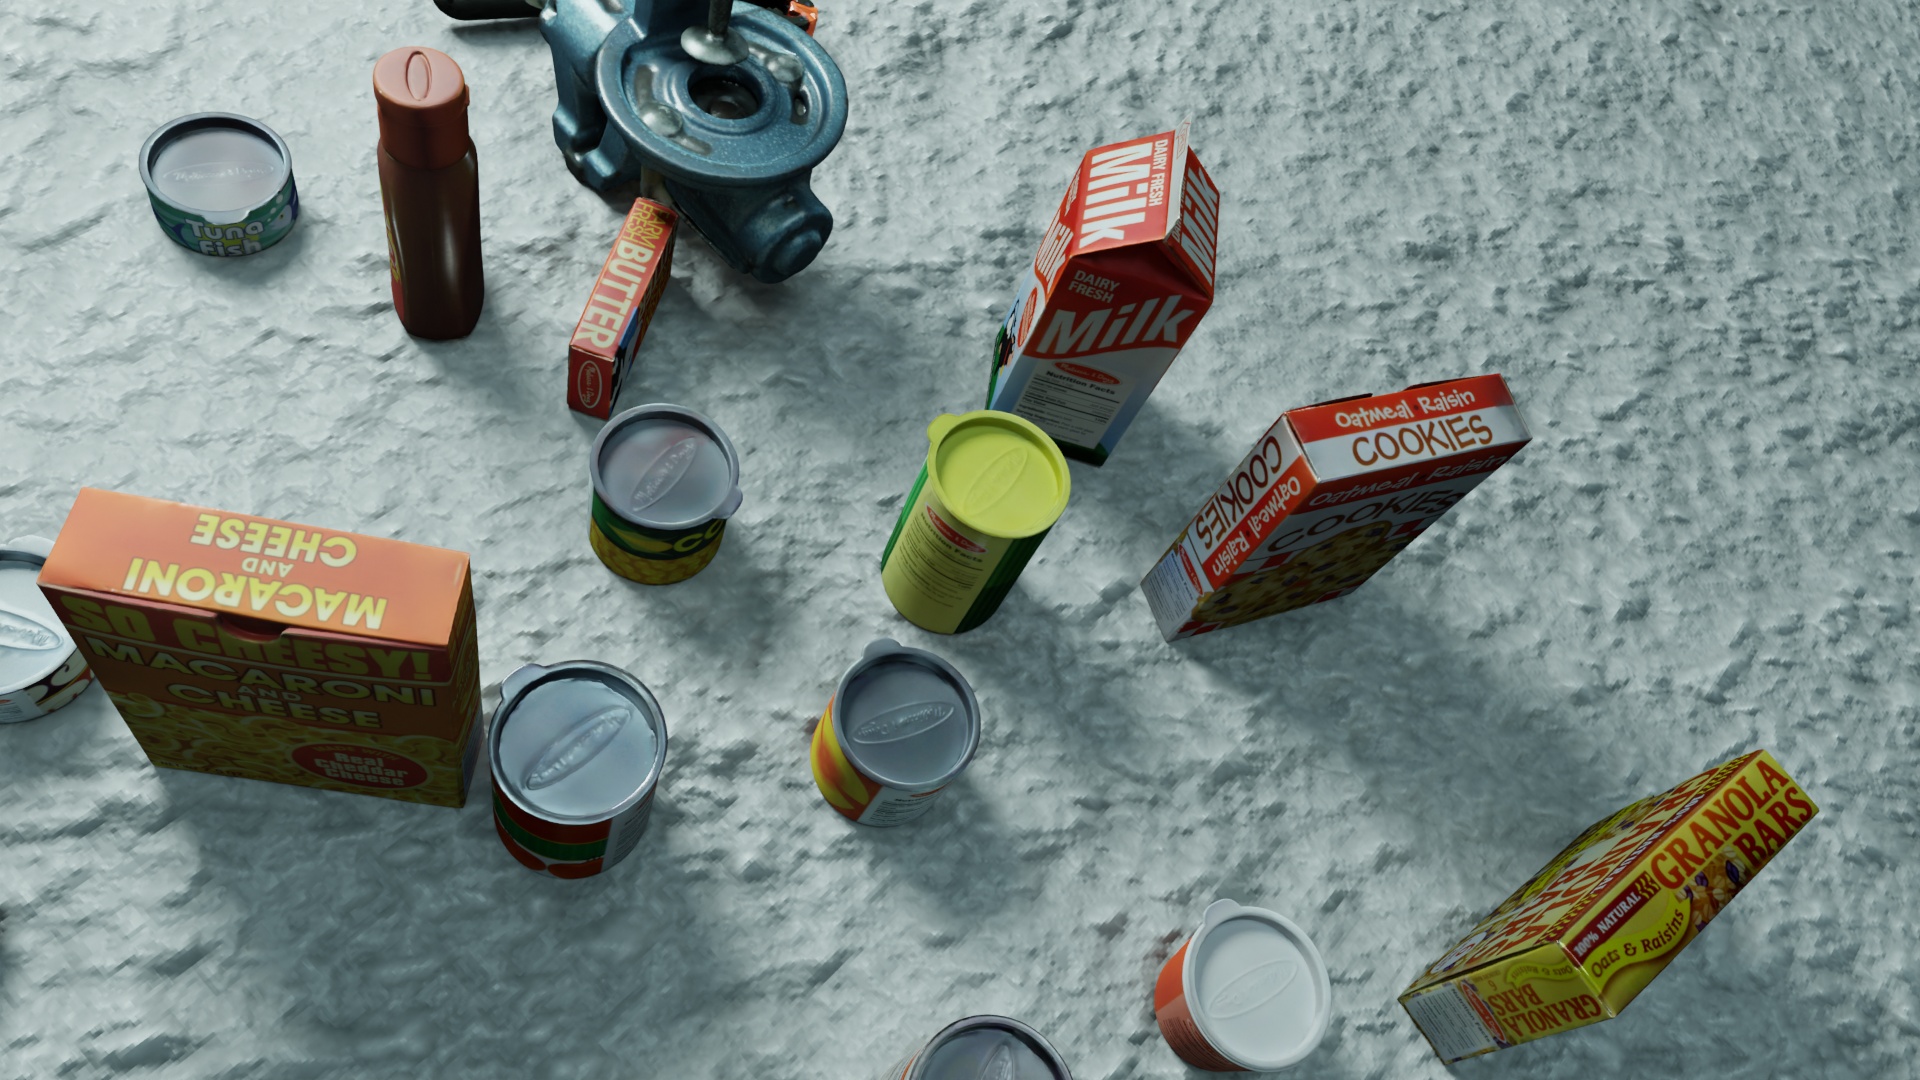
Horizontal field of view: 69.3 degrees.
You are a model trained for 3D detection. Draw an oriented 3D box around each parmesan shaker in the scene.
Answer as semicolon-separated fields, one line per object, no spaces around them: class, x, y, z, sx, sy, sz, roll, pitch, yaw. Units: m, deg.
parmesan shaker;0.002;-0.008;0.659;0.071;0.102;0.071;8;60;-13

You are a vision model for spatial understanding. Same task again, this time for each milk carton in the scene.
milk carton;0.074;-0.123;0.694;0.073;0.189;0.073;16;59;-9

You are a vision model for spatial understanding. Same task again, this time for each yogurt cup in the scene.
yogurt cup;0.120;0.200;0.607;0.072;0.053;0.073;8;60;-13

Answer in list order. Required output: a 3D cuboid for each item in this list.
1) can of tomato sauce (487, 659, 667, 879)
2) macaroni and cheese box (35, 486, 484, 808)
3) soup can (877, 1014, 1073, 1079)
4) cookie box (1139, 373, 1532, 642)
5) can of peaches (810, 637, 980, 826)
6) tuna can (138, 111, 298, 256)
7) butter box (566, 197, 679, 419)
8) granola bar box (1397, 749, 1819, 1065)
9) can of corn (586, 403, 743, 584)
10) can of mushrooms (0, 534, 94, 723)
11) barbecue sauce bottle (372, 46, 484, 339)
can of tomato sauce;-0.158;0.094;0.563;0.071;0.082;0.071;8;60;-13
macaroni and cheese box;-0.244;0.048;0.512;0.124;0.165;0.040;11;59;-12
soup can;0.004;0.227;0.538;0.071;0.083;0.071;8;60;-13
cookie box;0.176;-0.014;0.678;0.123;0.166;0.040;-12;66;-23
can of peaches;-0.031;0.087;0.621;0.071;0.057;0.071;8;60;-13
tuna can;-0.360;-0.172;0.679;0.071;0.032;0.071;8;60;-13
butter box;-0.169;-0.117;0.696;0.024;0.053;0.104;18;58;-7
granola bar box;0.295;0.168;0.639;0.166;0.123;0.039;-27;73;-28
can of corn;-0.138;-0.019;0.647;0.071;0.058;0.071;8;60;-13
can of mushrooms;-0.380;0.035;0.555;0.071;0.033;0.071;8;60;-13
barbecue sauce bottle;-0.244;-0.159;0.639;0.044;0.147;0.065;-2;63;-19
